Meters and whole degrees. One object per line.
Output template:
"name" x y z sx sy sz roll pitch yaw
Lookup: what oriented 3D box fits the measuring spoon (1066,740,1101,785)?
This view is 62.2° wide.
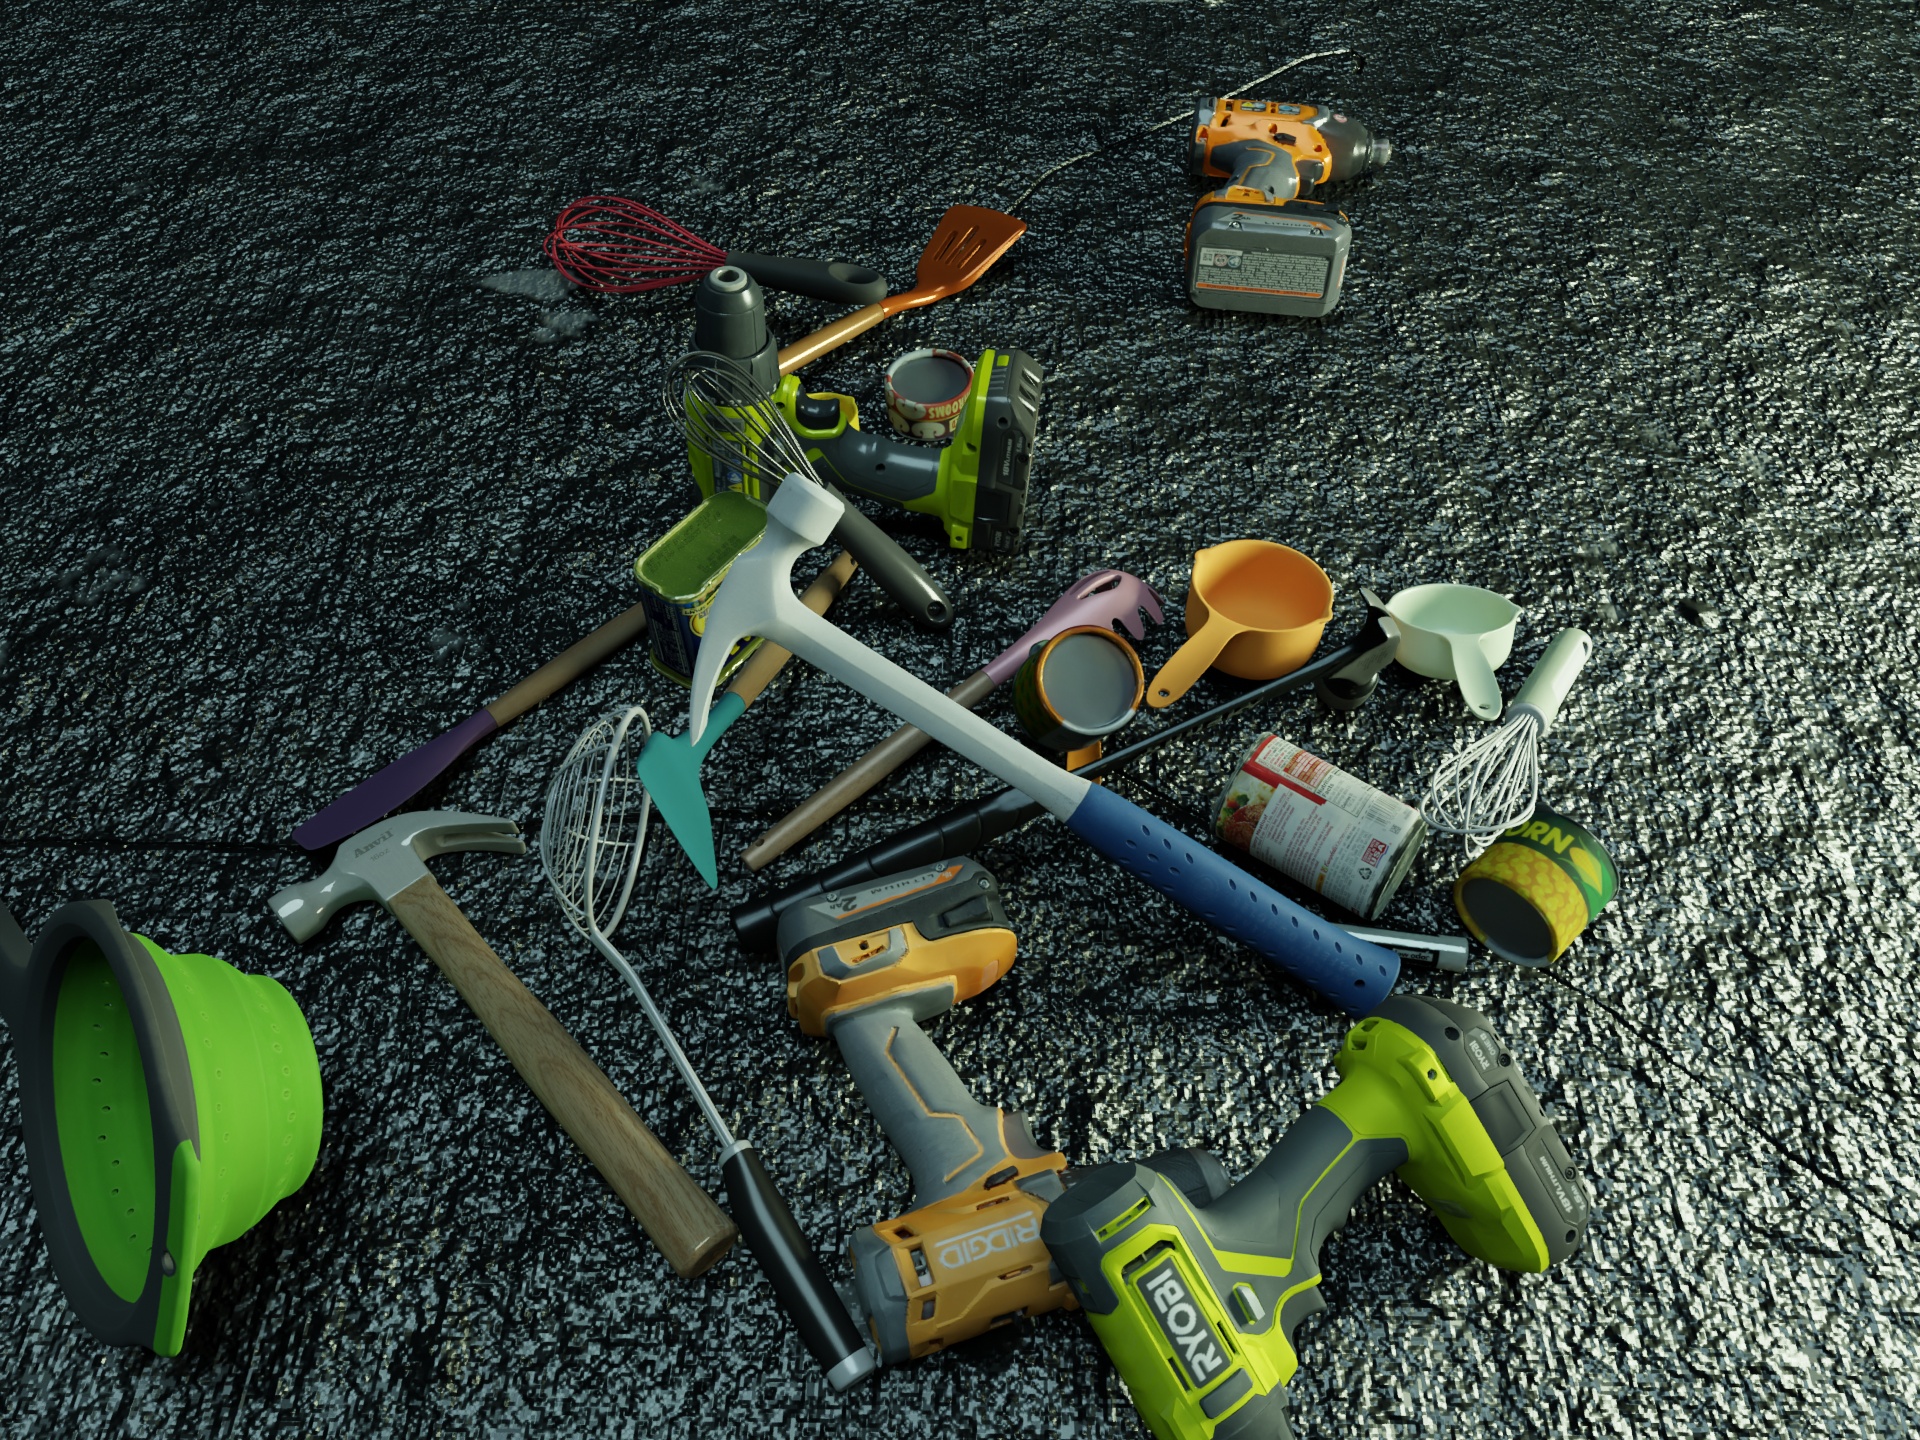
"measuring spoon" 0.075 0.013 0.971 0.021 0.011 0.117 2 56 2

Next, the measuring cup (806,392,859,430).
"measuring cup" -0.130 -0.229 1.160 0.062 0.029 0.157 -31 46 -24

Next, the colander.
"colander" -0.428 0.154 0.818 0.094 0.204 0.397 -4 24 -46

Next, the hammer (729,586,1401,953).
"hammer" 0.064 0.033 0.887 0.409 0.149 0.036 -24 75 -6

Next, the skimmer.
"skimmer" -0.119 0.155 0.815 0.090 0.127 0.364 -27 66 -19

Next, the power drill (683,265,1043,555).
"power drill" -0.066 -0.193 1.024 0.228 0.190 0.080 8 49 2

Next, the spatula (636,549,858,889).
"spatula" -0.114 -0.025 0.941 0.044 0.082 0.318 -14 28 29

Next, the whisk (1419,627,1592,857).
"whisk" 0.324 0.004 0.916 0.059 0.057 0.246 2 28 36

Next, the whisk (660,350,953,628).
"whisk" -0.090 -0.137 0.988 0.238 0.055 0.055 43 53 -21

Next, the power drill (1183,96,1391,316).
"power drill" 0.258 -0.414 1.255 0.164 0.084 0.227 6 49 6

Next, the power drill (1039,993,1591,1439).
"power drill" 0.168 0.242 0.725 0.223 0.080 0.171 -30 89 -19

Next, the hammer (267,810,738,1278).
"hammer" -0.230 0.163 0.846 0.130 0.031 0.332 -37 60 -24

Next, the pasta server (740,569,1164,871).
"pasta server" -0.002 -0.003 0.968 0.316 0.040 0.060 -37 36 -18

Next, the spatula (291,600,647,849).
"spatula" -0.271 -0.015 0.991 0.316 0.018 0.060 -39 33 -27

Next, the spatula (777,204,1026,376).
"spatula" -0.081 -0.305 1.190 0.081 0.041 0.322 28 51 34

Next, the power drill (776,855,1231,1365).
"power drill" 0.015 0.183 0.796 0.185 0.084 0.226 -14 57 -12

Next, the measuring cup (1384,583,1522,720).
"measuring cup" 0.298 -0.031 0.947 0.083 0.038 0.168 1 31 7

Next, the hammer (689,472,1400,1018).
"hammer" 0.048 0.041 0.823 0.405 0.035 0.144 32 98 -7

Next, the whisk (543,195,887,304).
"whisk" -0.191 -0.350 1.211 0.296 0.073 0.073 15 54 19

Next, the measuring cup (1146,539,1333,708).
"measuring cup" 0.159 -0.043 0.973 0.095 0.052 0.174 30 52 23
